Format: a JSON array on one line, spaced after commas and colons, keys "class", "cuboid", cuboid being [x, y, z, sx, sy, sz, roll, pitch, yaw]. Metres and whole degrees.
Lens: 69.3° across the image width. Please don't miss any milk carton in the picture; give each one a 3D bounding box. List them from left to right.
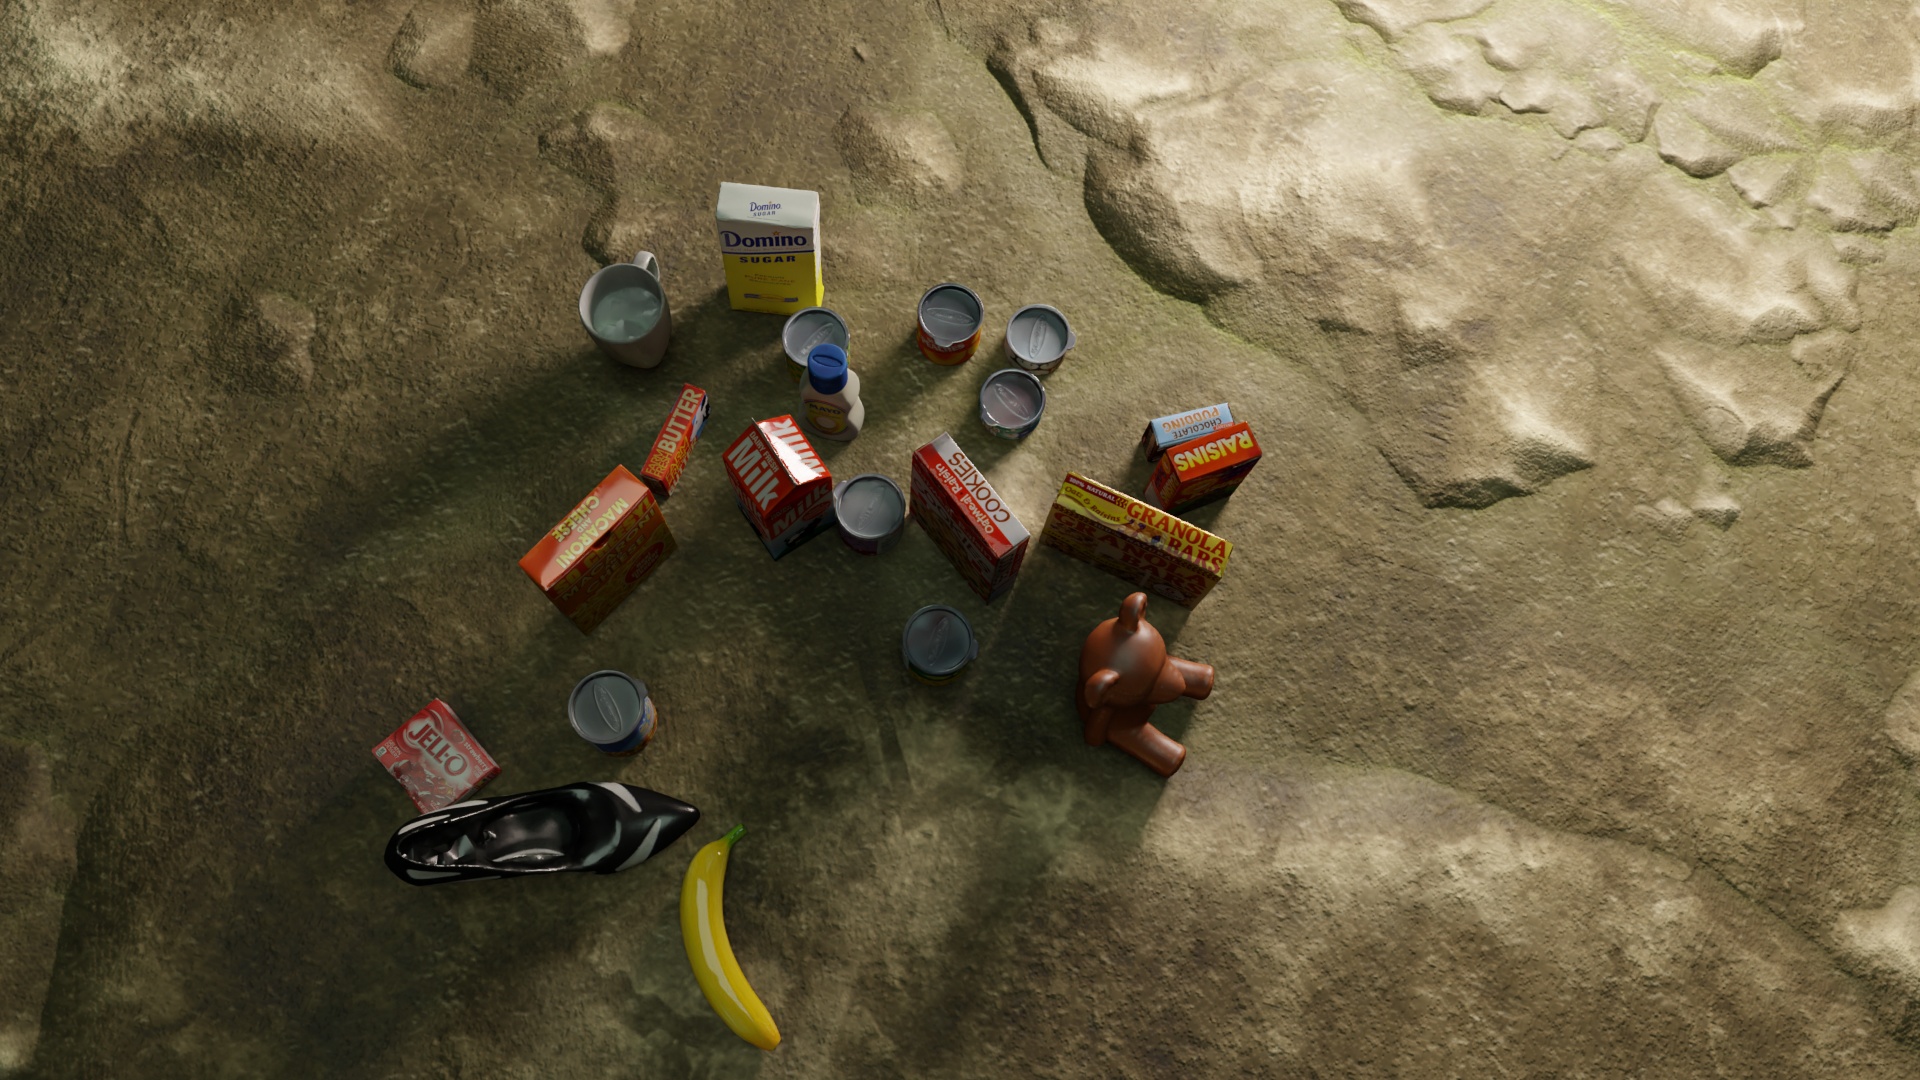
[{"class": "milk carton", "cuboid": [-0.164, -0.051, 1.269, 0.073, 0.190, 0.072, -33, 78, -12]}]

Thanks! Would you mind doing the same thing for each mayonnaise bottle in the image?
[{"class": "mayonnaise bottle", "cuboid": [-0.125, -0.140, 1.322, 0.065, 0.147, 0.041, 14, 73, 1]}]

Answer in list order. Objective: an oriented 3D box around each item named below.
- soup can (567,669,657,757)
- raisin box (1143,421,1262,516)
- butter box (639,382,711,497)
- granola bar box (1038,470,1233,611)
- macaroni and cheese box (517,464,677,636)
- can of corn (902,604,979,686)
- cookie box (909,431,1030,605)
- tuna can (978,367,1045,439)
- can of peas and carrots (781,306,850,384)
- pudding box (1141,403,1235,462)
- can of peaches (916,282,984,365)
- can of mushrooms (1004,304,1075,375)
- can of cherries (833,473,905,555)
[{"class": "soup can", "cuboid": [-0.309, 0.156, 1.252, 0.071, 0.083, 0.071, 1, 73, -3]}, {"class": "raisin box", "cuboid": [0.230, -0.064, 1.332, 0.086, 0.123, 0.040, -19, 75, -9]}, {"class": "butter box", "cuboid": [-0.275, -0.097, 1.349, 0.024, 0.053, 0.104, 21, 73, 3]}, {"class": "granola bar box", "cuboid": [0.162, 0.002, 1.307, 0.166, 0.124, 0.039, 24, 73, 4]}, {"class": "macaroni and cheese box", "cuboid": [-0.322, 0.012, 1.253, 0.040, 0.166, 0.124, 40, 75, 9]}, {"class": "can of corn", "cuboid": [-0.019, 0.100, 1.300, 0.071, 0.058, 0.071, 1, 73, -3]}, {"class": "cookie box", "cuboid": [0.005, -0.016, 1.280, 0.040, 0.167, 0.123, -37, 78, -13]}, {"class": "tuna can", "cuboid": [0.049, -0.135, 1.391, 0.071, 0.032, 0.071, 1, 73, -3]}, {"class": "can of peas and carrots", "cuboid": [-0.141, -0.189, 1.383, 0.071, 0.058, 0.071, 1, 73, -3]}, {"class": "pudding box", "cuboid": [0.227, -0.107, 1.384, 0.084, 0.049, 0.030, -14, 74, -7]}, {"class": "can of peaches", "cuboid": [-0.012, -0.215, 1.399, 0.071, 0.058, 0.071, 1, 73, -3]}, {"class": "can of mushrooms", "cuboid": [0.080, -0.203, 1.414, 0.071, 0.033, 0.071, 1, 73, -3]}, {"class": "can of cherries", "cuboid": [-0.088, -0.026, 1.335, 0.071, 0.058, 0.071, 1, 73, -3]}]
